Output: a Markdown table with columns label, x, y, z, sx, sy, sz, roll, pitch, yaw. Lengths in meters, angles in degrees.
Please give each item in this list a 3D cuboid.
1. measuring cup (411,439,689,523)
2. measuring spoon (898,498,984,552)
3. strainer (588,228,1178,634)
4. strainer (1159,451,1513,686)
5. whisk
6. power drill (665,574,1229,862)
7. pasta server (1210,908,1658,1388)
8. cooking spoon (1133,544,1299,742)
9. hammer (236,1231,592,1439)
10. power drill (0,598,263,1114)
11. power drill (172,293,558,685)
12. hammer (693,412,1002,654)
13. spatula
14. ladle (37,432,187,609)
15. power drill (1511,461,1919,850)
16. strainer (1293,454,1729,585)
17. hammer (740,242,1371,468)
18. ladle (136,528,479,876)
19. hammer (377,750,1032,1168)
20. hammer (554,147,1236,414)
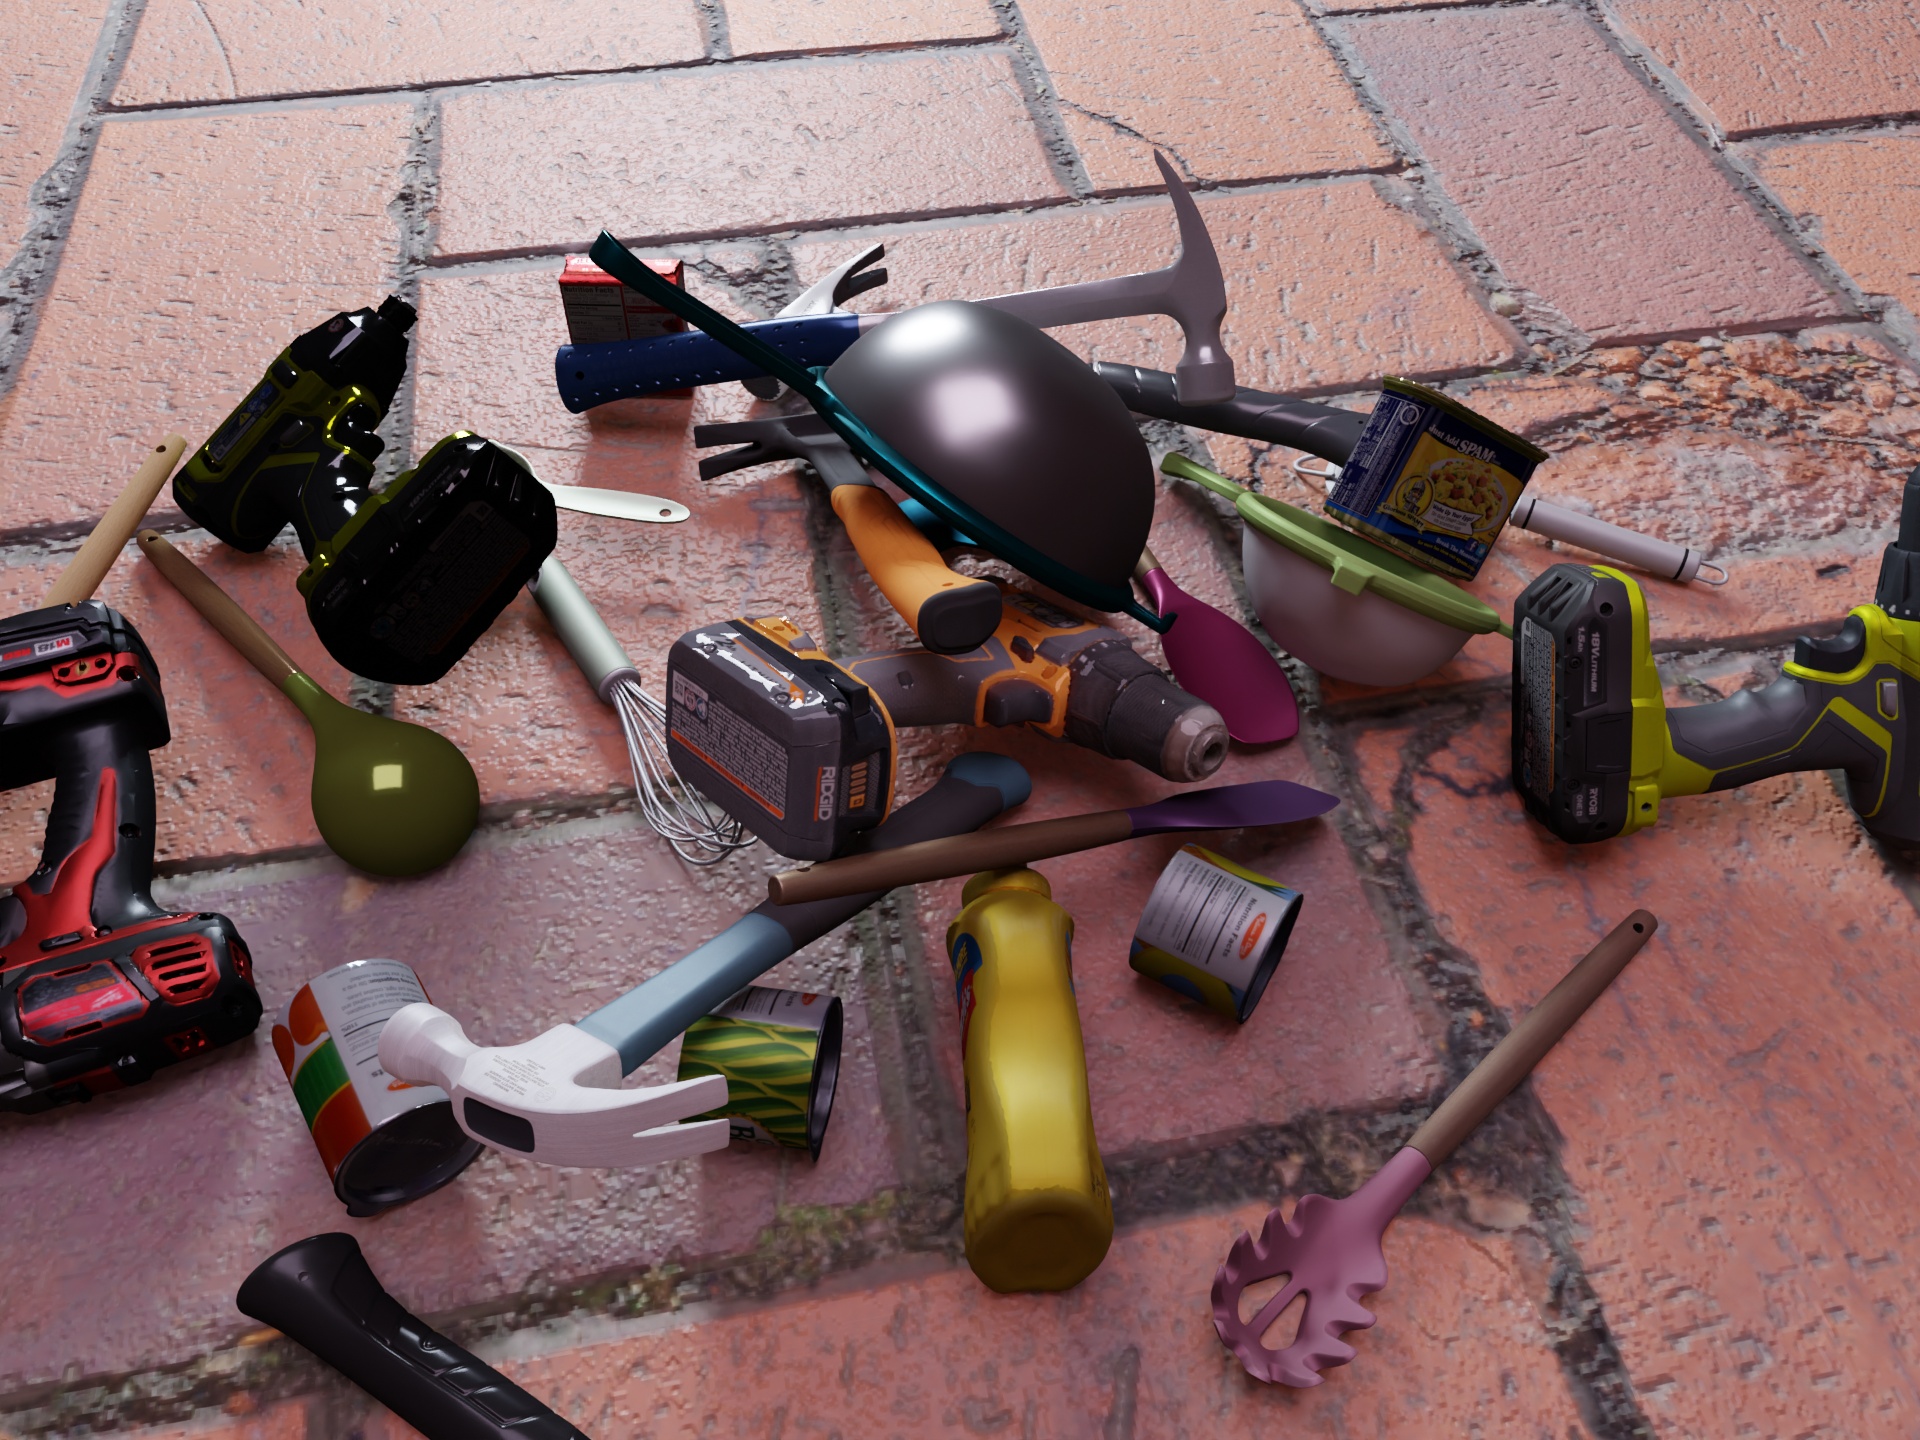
| label | x | y | z | sx | sy | sz | roll | pitch | yaw |
| --- | --- | --- | --- | --- | --- | --- | --- | --- | --- |
| measuring cup | -0.239 | -0.118 | 0.928 | 0.167 | 0.038 | 0.083 | 7 | 50 | 2 |
| measuring spoon | 0.018 | -0.114 | 0.937 | 0.128 | 0.021 | 0.042 | 5 | 49 | 3 |
| strainer | -0.018 | -0.177 | 0.796 | 0.340 | 0.095 | 0.211 | 27 | 18 | -36 |
| strainer | 0.179 | -0.083 | 0.887 | 0.151 | 0.069 | 0.257 | 14 | 18 | -35 |
| whisk | -0.175 | -0.013 | 0.838 | 0.059 | 0.057 | 0.247 | 5 | 35 | -45 |
| power drill | -0.001 | -0.002 | 0.755 | 0.226 | 0.084 | 0.185 | -15 | 33 | -38 |
| pasta server | 0.217 | 0.171 | 0.688 | 0.316 | 0.040 | 0.060 | -34 | 70 | -28 |
| cooking spoon | 0.101 | -0.100 | 0.929 | 0.068 | 0.017 | 0.319 | -8 | 49 | -26 |
| hammer | -0.137 | 0.290 | 0.582 | 0.335 | 0.035 | 0.146 | 25 | 53 | 19 |
| power drill | -0.434 | 0.072 | 0.716 | 0.188 | 0.080 | 0.227 | -17 | 65 | -18 |
| power drill | -0.323 | -0.134 | 0.869 | 0.171 | 0.080 | 0.223 | -49 | 55 | -2 |
| hammer | -0.055 | -0.108 | 0.837 | 0.127 | 0.034 | 0.337 | -9 | 26 | -13 |
| spatula | 0.055 | 0.052 | 0.722 | 0.315 | 0.018 | 0.060 | -7 | 17 | -34 |
| ladle | -0.489 | -0.033 | 0.829 | 0.069 | 0.031 | 0.316 | 15 | 59 | 5 |
| power drill | 0.395 | -0.028 | 0.773 | 0.228 | 0.190 | 0.080 | -4 | 15 | 2 |
| strainer | 0.327 | -0.129 | 0.946 | 0.258 | 0.050 | 0.087 | 21 | 54 | 12 |
| hammer | 0.070 | -0.217 | 0.992 | 0.409 | 0.036 | 0.149 | 17 | 52 | 20 |
| ladle | -0.363 | -0.022 | 0.848 | 0.078 | 0.062 | 0.320 | -34 | 51 | -30 |
| hammer | -0.076 | 0.086 | 0.692 | 0.128 | 0.033 | 0.331 | 20 | 32 | 30 |
| hammer | -0.048 | -0.236 | 0.942 | 0.405 | 0.144 | 0.035 | -5 | 14 | 12 |
